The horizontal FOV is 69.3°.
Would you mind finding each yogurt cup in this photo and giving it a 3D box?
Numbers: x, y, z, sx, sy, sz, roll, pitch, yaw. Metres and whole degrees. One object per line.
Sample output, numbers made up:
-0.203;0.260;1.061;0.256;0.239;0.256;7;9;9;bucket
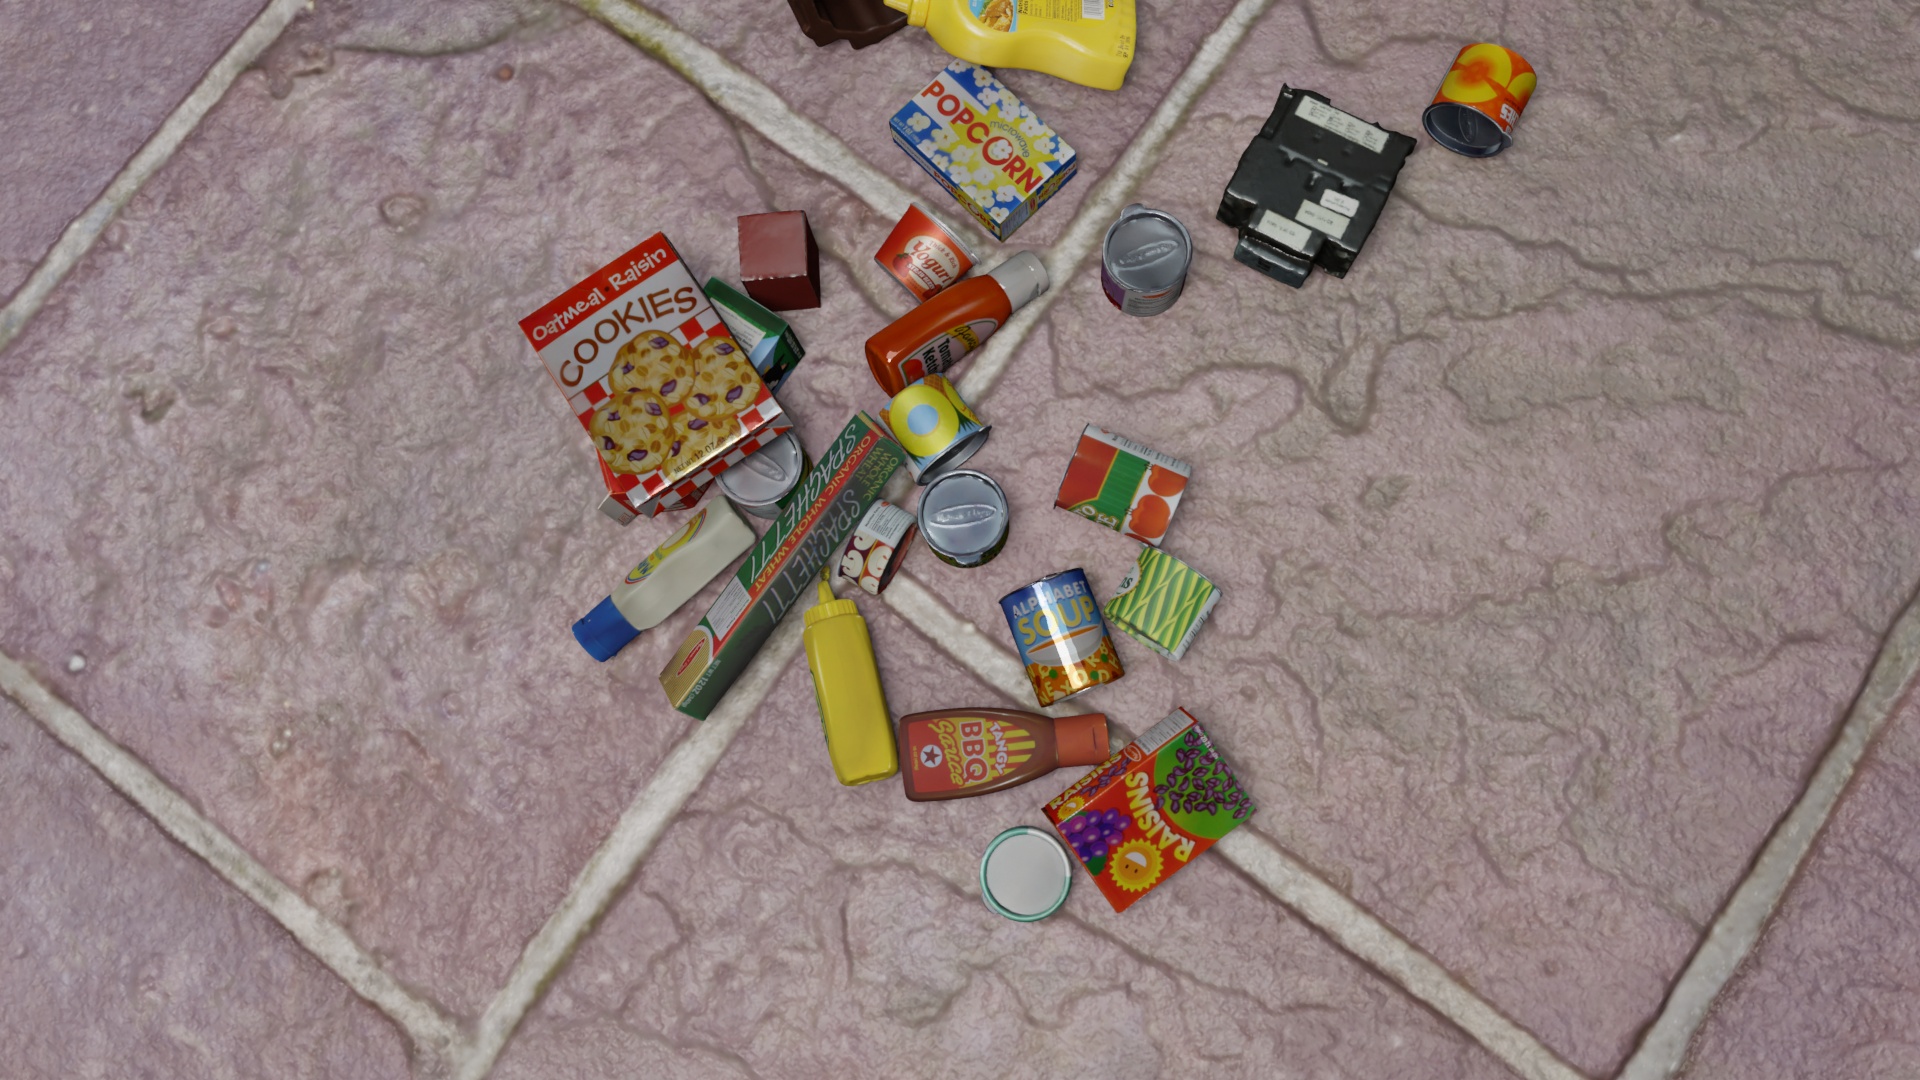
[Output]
-0.029;-0.216;1.060;0.072;0.072;0.054;43;93;9;yogurt cup

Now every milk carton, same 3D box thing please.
-0.205;-0.094;1.042;0.073;0.072;0.191;33;82;9;milk carton

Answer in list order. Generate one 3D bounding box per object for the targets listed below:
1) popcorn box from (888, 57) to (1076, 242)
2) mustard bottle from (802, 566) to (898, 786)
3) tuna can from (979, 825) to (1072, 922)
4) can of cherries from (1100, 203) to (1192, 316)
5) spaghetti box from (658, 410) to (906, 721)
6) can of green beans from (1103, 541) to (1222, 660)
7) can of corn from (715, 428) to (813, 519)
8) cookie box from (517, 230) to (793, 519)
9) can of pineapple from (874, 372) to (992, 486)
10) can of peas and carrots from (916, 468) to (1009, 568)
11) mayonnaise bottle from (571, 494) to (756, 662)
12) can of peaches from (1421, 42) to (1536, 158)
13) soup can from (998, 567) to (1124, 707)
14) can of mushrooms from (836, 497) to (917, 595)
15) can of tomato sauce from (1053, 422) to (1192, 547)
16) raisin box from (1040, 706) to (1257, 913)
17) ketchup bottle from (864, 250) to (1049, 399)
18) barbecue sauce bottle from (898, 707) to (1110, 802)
0.017;-0.309;1.086;0.085;0.038;0.127;-44;80;-6;popcorn box
-0.084;0.096;1.007;0.049;0.065;0.160;-14;73;-5;mustard bottle
0.044;0.238;0.986;0.071;0.032;0.071;0;79;3;tuna can
0.140;-0.212;1.052;0.071;0.058;0.071;-1;80;4;can of cherries
-0.129;0.019;1.002;0.028;0.050;0.250;34;96;-35;spaghetti box
0.145;0.045;1.000;0.071;0.071;0.058;33;84;8;can of green beans
-0.144;-0.055;1.038;0.071;0.058;0.071;-1;80;3;can of corn
-0.217;-0.119;0.989;0.123;0.040;0.167;-34;78;-3;cookie box
-0.020;-0.084;1.032;0.071;0.071;0.058;-36;80;-3;can of pineapple
0.004;-0.013;1.022;0.071;0.058;0.071;0;81;3;can of peas and carrots
-0.219;0.029;1.025;0.148;0.065;0.041;-40;113;-2;mayonnaise bottle
0.397;-0.334;1.056;0.071;0.071;0.058;28;82;8;can of peaches
0.073;0.069;0.996;0.071;0.071;0.084;-21;80;-1;soup can
-0.061;0.006;1.020;0.033;0.071;0.071;27;82;6;can of mushrooms
0.118;-0.038;1.017;0.083;0.071;0.071;23;82;6;can of tomato sauce
0.132;0.188;0.973;0.123;0.040;0.086;-36;105;-4;raisin box
-0.001;-0.167;1.051;0.149;0.064;0.043;-36;67;-12;ketchup bottle
0.032;0.149;0.998;0.148;0.043;0.065;-6;79;2;barbecue sauce bottle
